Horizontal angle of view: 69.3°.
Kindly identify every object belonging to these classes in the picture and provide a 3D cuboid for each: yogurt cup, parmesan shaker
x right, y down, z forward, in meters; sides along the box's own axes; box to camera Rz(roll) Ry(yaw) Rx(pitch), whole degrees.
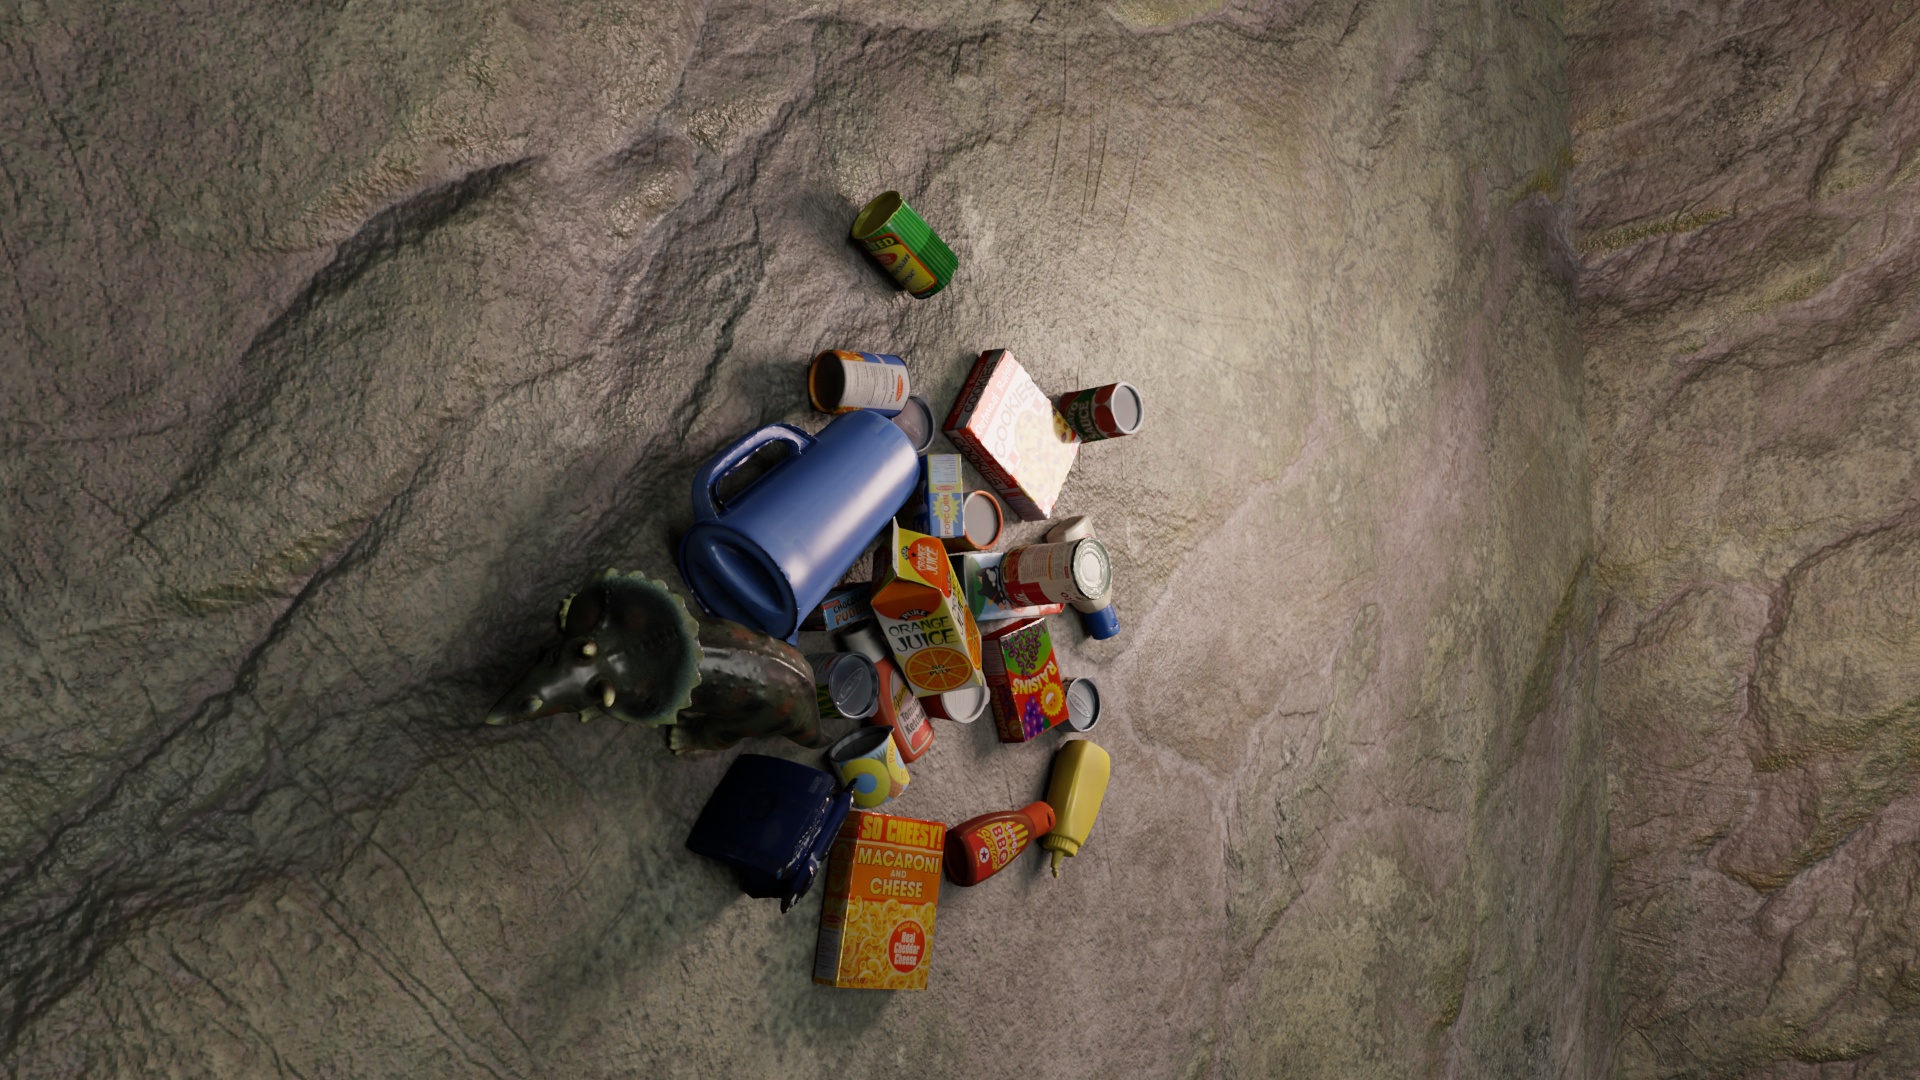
[{"bbox_3d":[-0.014,0.160,1.476,0.072,0.054,0.072,8,79,-45],"label":"yogurt cup"},{"bbox_3d":[-0.056,-0.314,1.482,0.103,0.071,0.071,42,57,-35],"label":"parmesan shaker"}]

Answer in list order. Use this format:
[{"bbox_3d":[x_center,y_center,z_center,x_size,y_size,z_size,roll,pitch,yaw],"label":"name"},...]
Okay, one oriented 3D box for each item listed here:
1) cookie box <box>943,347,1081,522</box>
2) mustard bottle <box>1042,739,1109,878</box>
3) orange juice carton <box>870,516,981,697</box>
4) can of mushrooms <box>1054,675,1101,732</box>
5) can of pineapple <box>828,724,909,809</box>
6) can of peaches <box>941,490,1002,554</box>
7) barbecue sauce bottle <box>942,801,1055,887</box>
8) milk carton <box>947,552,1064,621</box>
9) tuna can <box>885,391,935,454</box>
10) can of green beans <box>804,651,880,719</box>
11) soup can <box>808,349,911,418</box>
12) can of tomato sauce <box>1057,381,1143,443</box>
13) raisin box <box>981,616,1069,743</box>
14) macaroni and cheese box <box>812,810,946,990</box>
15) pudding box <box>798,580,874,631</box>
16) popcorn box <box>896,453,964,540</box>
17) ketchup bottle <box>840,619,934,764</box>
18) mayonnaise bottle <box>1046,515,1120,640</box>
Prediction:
[{"bbox_3d":[0.062,-0.121,1.603,0.167,0.040,0.123,46,54,-33],"label":"cookie box"},{"bbox_3d":[0.126,0.312,1.606,0.065,0.048,0.161,40,59,-35],"label":"mustard bottle"},{"bbox_3d":[-0.038,0.066,1.379,0.072,0.073,0.191,-90,164,-46],"label":"orange juice carton"},{"bbox_3d":[0.135,0.192,1.642,0.071,0.033,0.071,7,79,-45],"label":"can of mushrooms"},{"bbox_3d":[-0.089,0.224,1.379,0.071,0.071,0.057,-37,112,-42],"label":"can of pineapple"},{"bbox_3d":[0.005,-0.019,1.517,0.071,0.058,0.071,8,79,-45],"label":"can of peaches"},{"bbox_3d":[0.044,0.326,1.522,0.149,0.043,0.065,-14,94,-47],"label":"barbecue sauce bottle"},{"bbox_3d":[0.047,0.050,1.541,0.191,0.072,0.073,-1,86,-46],"label":"milk carton"},{"bbox_3d":[-0.060,-0.125,1.481,0.071,0.033,0.071,7,80,-46],"label":"tuna can"},{"bbox_3d":[-0.122,0.143,1.363,0.071,0.057,0.071,8,79,-45],"label":"can of green beans"},{"bbox_3d":[-0.105,-0.159,1.416,0.084,0.071,0.071,-1,86,-42],"label":"soup can"},{"bbox_3d":[0.169,-0.154,1.687,0.071,0.083,0.071,8,79,-46],"label":"can of tomato sauce"},{"bbox_3d":[0.071,0.158,1.576,0.086,0.040,0.123,-21,98,-46],"label":"raisin box"},{"bbox_3d":[-0.079,0.360,1.392,0.124,0.040,0.167,20,71,-43],"label":"macaroni and cheese box"},{"bbox_3d":[-0.121,0.065,1.380,0.084,0.049,0.030,-21,102,-46],"label":"pudding box"},{"bbox_3d":[-0.033,-0.041,1.431,0.038,0.126,0.085,-1,86,-17],"label":"popcorn box"},{"bbox_3d":[-0.077,0.153,1.418,0.148,0.043,0.065,66,32,-16],"label":"ketchup bottle"},{"bbox_3d":[0.152,0.047,1.673,0.065,0.041,0.147,-36,110,-44],"label":"mayonnaise bottle"}]
